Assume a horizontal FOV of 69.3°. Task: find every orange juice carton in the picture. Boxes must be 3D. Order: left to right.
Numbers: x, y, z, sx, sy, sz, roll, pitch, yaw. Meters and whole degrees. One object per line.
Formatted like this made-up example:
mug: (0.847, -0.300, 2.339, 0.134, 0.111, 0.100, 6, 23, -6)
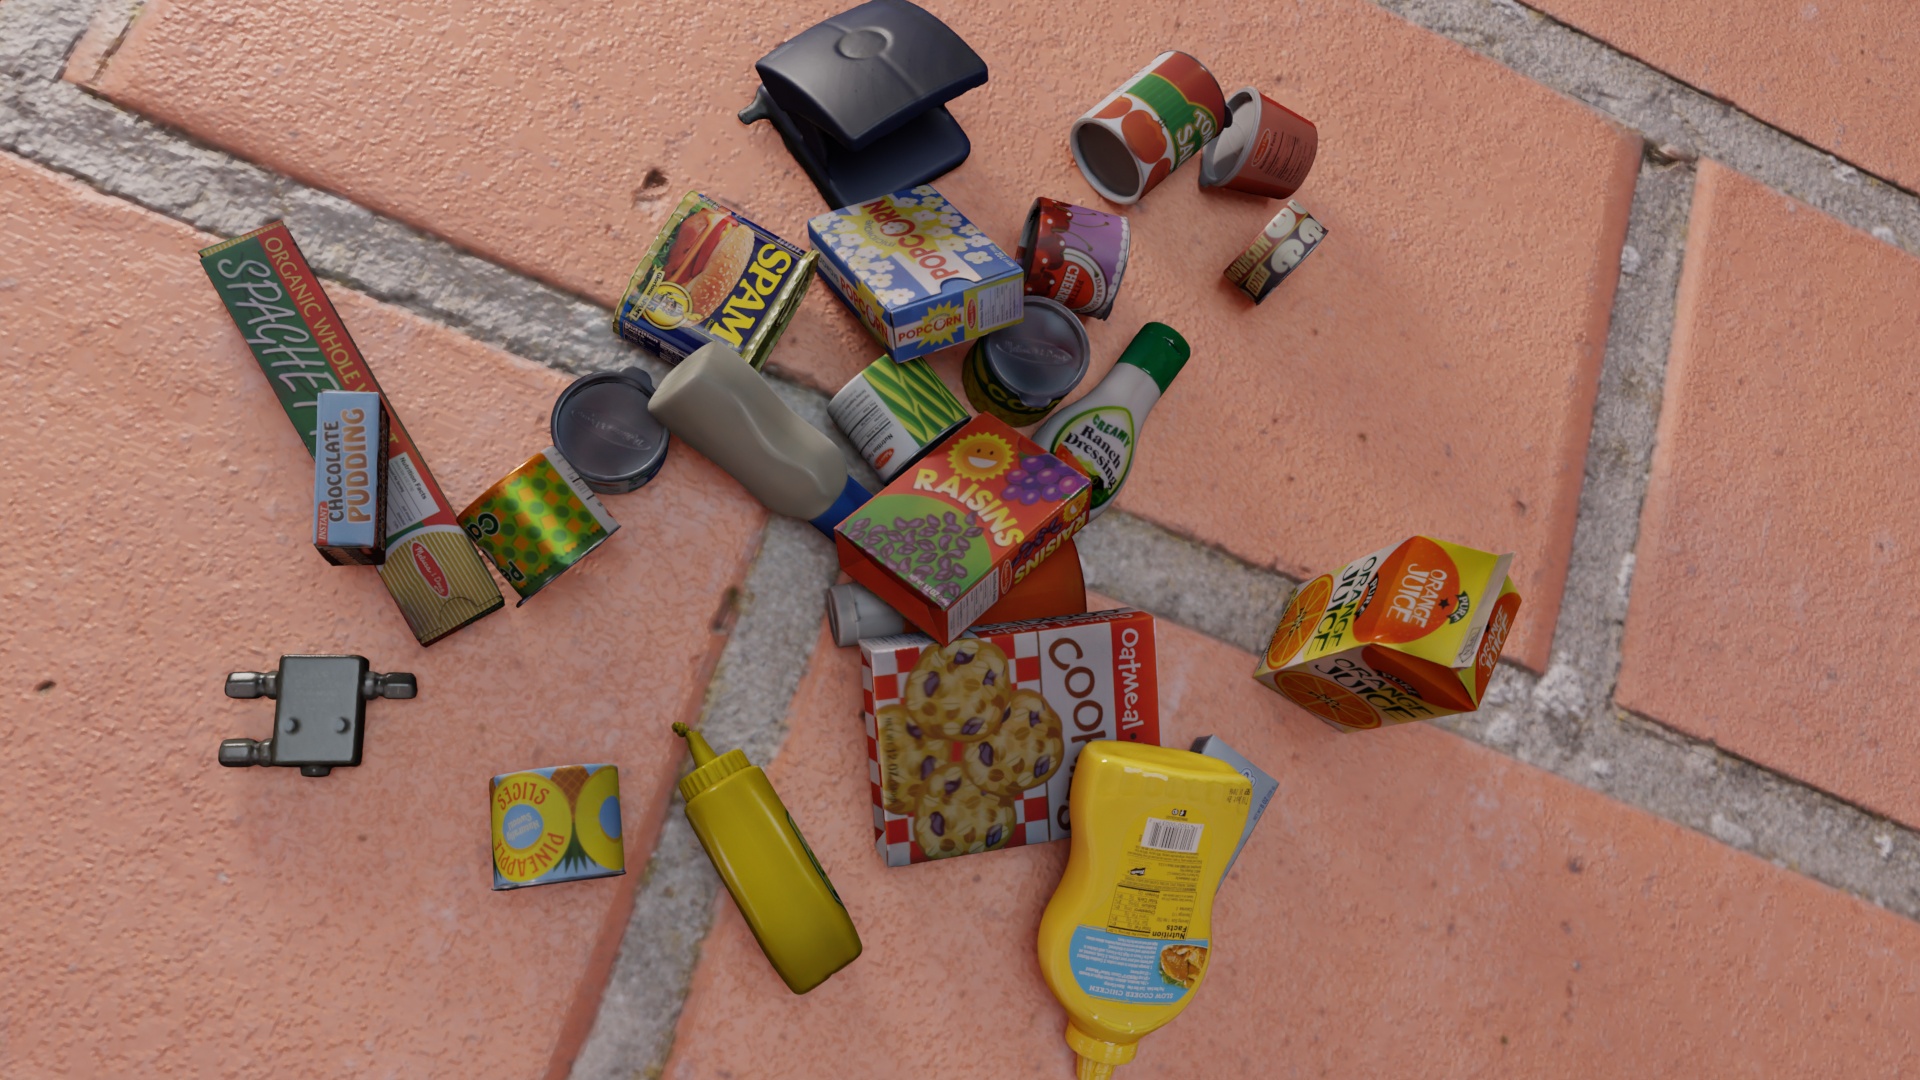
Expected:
orange juice carton: (0.250, 0.055, 0.796, 0.073, 0.192, 0.072, 31, 72, -4)

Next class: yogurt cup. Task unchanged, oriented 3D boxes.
yogurt cup: (0.202, -0.263, 0.933, 0.054, 0.072, 0.072, 14, 73, -19)

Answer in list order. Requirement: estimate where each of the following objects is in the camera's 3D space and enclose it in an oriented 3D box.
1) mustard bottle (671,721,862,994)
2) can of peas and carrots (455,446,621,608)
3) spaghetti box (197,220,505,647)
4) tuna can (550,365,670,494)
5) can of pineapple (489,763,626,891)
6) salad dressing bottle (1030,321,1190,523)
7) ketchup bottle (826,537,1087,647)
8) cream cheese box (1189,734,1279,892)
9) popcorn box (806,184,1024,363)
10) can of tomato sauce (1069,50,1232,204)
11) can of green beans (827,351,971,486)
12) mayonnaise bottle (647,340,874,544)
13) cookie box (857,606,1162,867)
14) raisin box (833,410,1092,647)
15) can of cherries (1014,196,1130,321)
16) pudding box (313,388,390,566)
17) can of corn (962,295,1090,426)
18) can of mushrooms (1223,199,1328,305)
mustard bottle: (-0.110, 0.164, 0.747, 0.049, 0.065, 0.160, -30, 81, -14)
can of peas and carrots: (-0.230, -0.008, 0.752, 0.071, 0.071, 0.058, -41, 100, -19)
spaghetti box: (-0.334, -0.060, 0.764, 0.050, 0.028, 0.250, -30, 85, -19)
tuna can: (-0.199, -0.063, 0.796, 0.071, 0.032, 0.071, 3, 76, -13)
can of pineapple: (-0.210, 0.149, 0.722, 0.071, 0.071, 0.058, -4, 77, -15)
salad dressing bottle: (0.091, -0.073, 0.866, 0.064, 0.044, 0.148, 42, 70, -15)
ketchup bottle: (-0.002, 0.033, 0.816, 0.149, 0.043, 0.065, -8, 83, -16)
cream cheese box: (0.141, 0.173, 0.828, 0.053, 0.024, 0.104, 36, 71, -2)
popcorn box: (-0.028, -0.162, 0.827, 0.085, 0.038, 0.127, -20, 44, -18)
can of tomato sauce: (0.124, -0.269, 0.912, 0.083, 0.071, 0.071, -42, 89, -19)
can of green beans: (-0.037, -0.075, 0.823, 0.071, 0.071, 0.058, -38, 88, -19)
mayonnaise bottle: (-0.103, -0.048, 0.790, 0.148, 0.064, 0.041, 41, 50, -23)
cookie box: (0.031, 0.109, 0.791, 0.168, 0.040, 0.122, -6, 97, -16)
raisin box: (0.003, -0.010, 0.780, 0.086, 0.039, 0.124, 35, 59, 27)
can of cherries: (0.068, -0.176, 0.873, 0.058, 0.071, 0.071, 12, 74, -11)
pudding box: (-0.315, -0.032, 0.719, 0.030, 0.049, 0.084, 0, 77, -15)
can of corn: (0.039, -0.106, 0.854, 0.071, 0.058, 0.071, 3, 76, -14)
can of mushrooms: (0.205, -0.188, 0.912, 0.033, 0.071, 0.071, 44, 71, 0)
